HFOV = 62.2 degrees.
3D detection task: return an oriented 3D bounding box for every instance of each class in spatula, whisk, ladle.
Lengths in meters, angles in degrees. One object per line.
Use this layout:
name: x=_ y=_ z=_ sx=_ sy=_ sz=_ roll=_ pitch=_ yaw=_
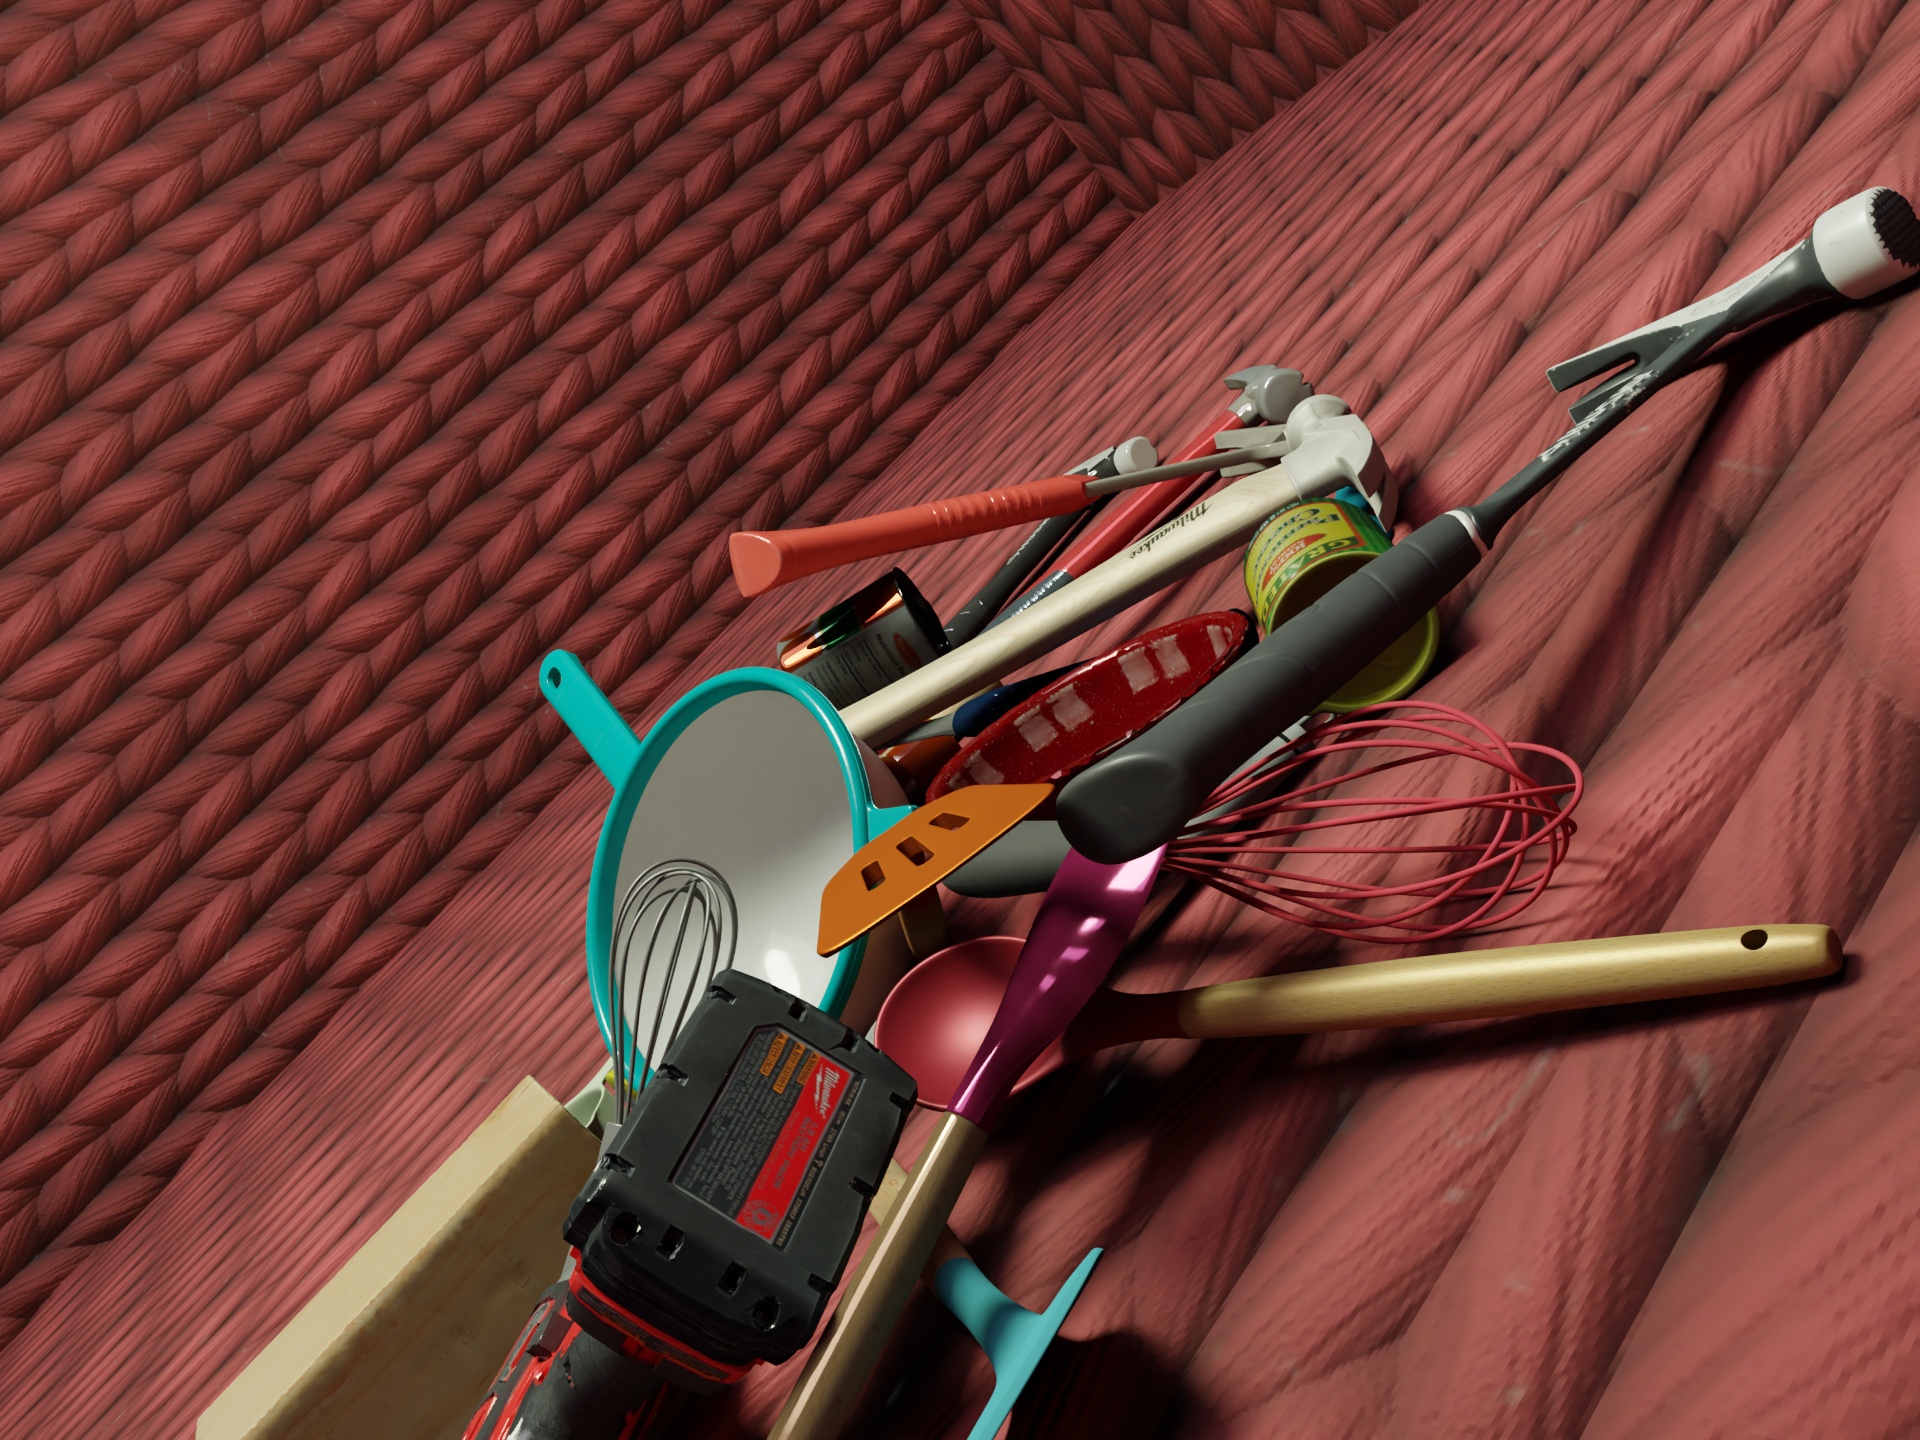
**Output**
spatula: x=-0.011 y=0.075 z=0.589 sx=0.081 sy=0.041 sz=0.322 roll=-35 pitch=-15 yaw=-9
whisk: x=0.079 y=0.042 z=0.540 sx=0.296 sy=0.073 sz=0.073 roll=-12 pitch=33 yaw=54
whisk: x=-0.143 y=0.176 z=0.681 sx=0.055 sy=0.055 sz=0.239 roll=-18 pitch=57 yaw=61
spatula: x=-0.016 y=0.169 z=0.525 sx=0.082 sy=0.044 sz=0.317 roll=-58 pitch=14 yaw=-8
ladle: x=0.088 y=0.082 z=0.465 sx=0.315 sy=0.031 sz=0.069 roll=-16 pitch=41 yaw=45

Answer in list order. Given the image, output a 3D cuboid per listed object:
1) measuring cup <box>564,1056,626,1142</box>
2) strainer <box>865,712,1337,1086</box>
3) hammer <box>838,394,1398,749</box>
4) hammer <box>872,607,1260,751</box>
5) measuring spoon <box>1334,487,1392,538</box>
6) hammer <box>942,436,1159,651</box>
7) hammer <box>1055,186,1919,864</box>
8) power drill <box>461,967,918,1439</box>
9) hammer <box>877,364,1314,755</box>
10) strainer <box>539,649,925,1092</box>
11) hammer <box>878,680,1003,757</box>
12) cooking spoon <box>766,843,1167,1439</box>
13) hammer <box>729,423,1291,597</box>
measuring cup: x=-0.194 y=0.217 z=0.907 sx=0.083 sy=0.038 sz=0.168 roll=-31 pitch=15 yaw=40
strainer: x=0.056 y=0.077 z=0.617 sx=0.258 sy=0.050 sz=0.087 roll=-40 pitch=22 yaw=-13
hammer: x=0.029 y=-0.038 z=0.825 sx=0.410 sy=0.038 sz=0.146 roll=-29 pitch=19 yaw=15
hammer: x=-0.001 y=-0.003 z=0.904 sx=0.405 sy=0.035 sz=0.144 roll=-15 pitch=25 yaw=46
measuring spoon: x=0.197 y=-0.109 z=0.820 sx=0.042 sy=0.021 sz=0.129 roll=-36 pitch=16 yaw=26
hammer: x=0.024 y=-0.098 z=1.267 sx=0.335 sy=0.035 sz=0.146 roll=-49 pitch=15 yaw=-25
hammer: x=0.179 y=-0.072 z=0.551 sx=0.409 sy=0.036 sz=0.149 roll=-35 pitch=5 yaw=-30
power drill: x=-0.104 y=0.193 z=0.550 sx=0.219 sy=0.078 sz=0.143 roll=-56 pitch=3 yaw=36
hammer: x=0.081 y=-0.111 z=1.133 sx=0.386 sy=0.038 sz=0.143 roll=-42 pitch=12 yaw=4
strainer: x=-0.118 y=0.056 z=0.811 sx=0.341 sy=0.095 sz=0.211 roll=42 pitch=108 yaw=45
hammer: x=-0.097 y=0.083 z=1.055 sx=0.331 sy=0.031 sz=0.130 roll=-44 pitch=13 yaw=-4
cooking spoon: x=-0.010 y=0.141 z=0.467 sx=0.319 sy=0.017 sz=0.069 roll=-60 pitch=14 yaw=-20
hammer: x=0.040 y=-0.129 z=0.939 sx=0.359 sy=0.036 sz=0.149 roll=-15 pitch=9 yaw=-16
